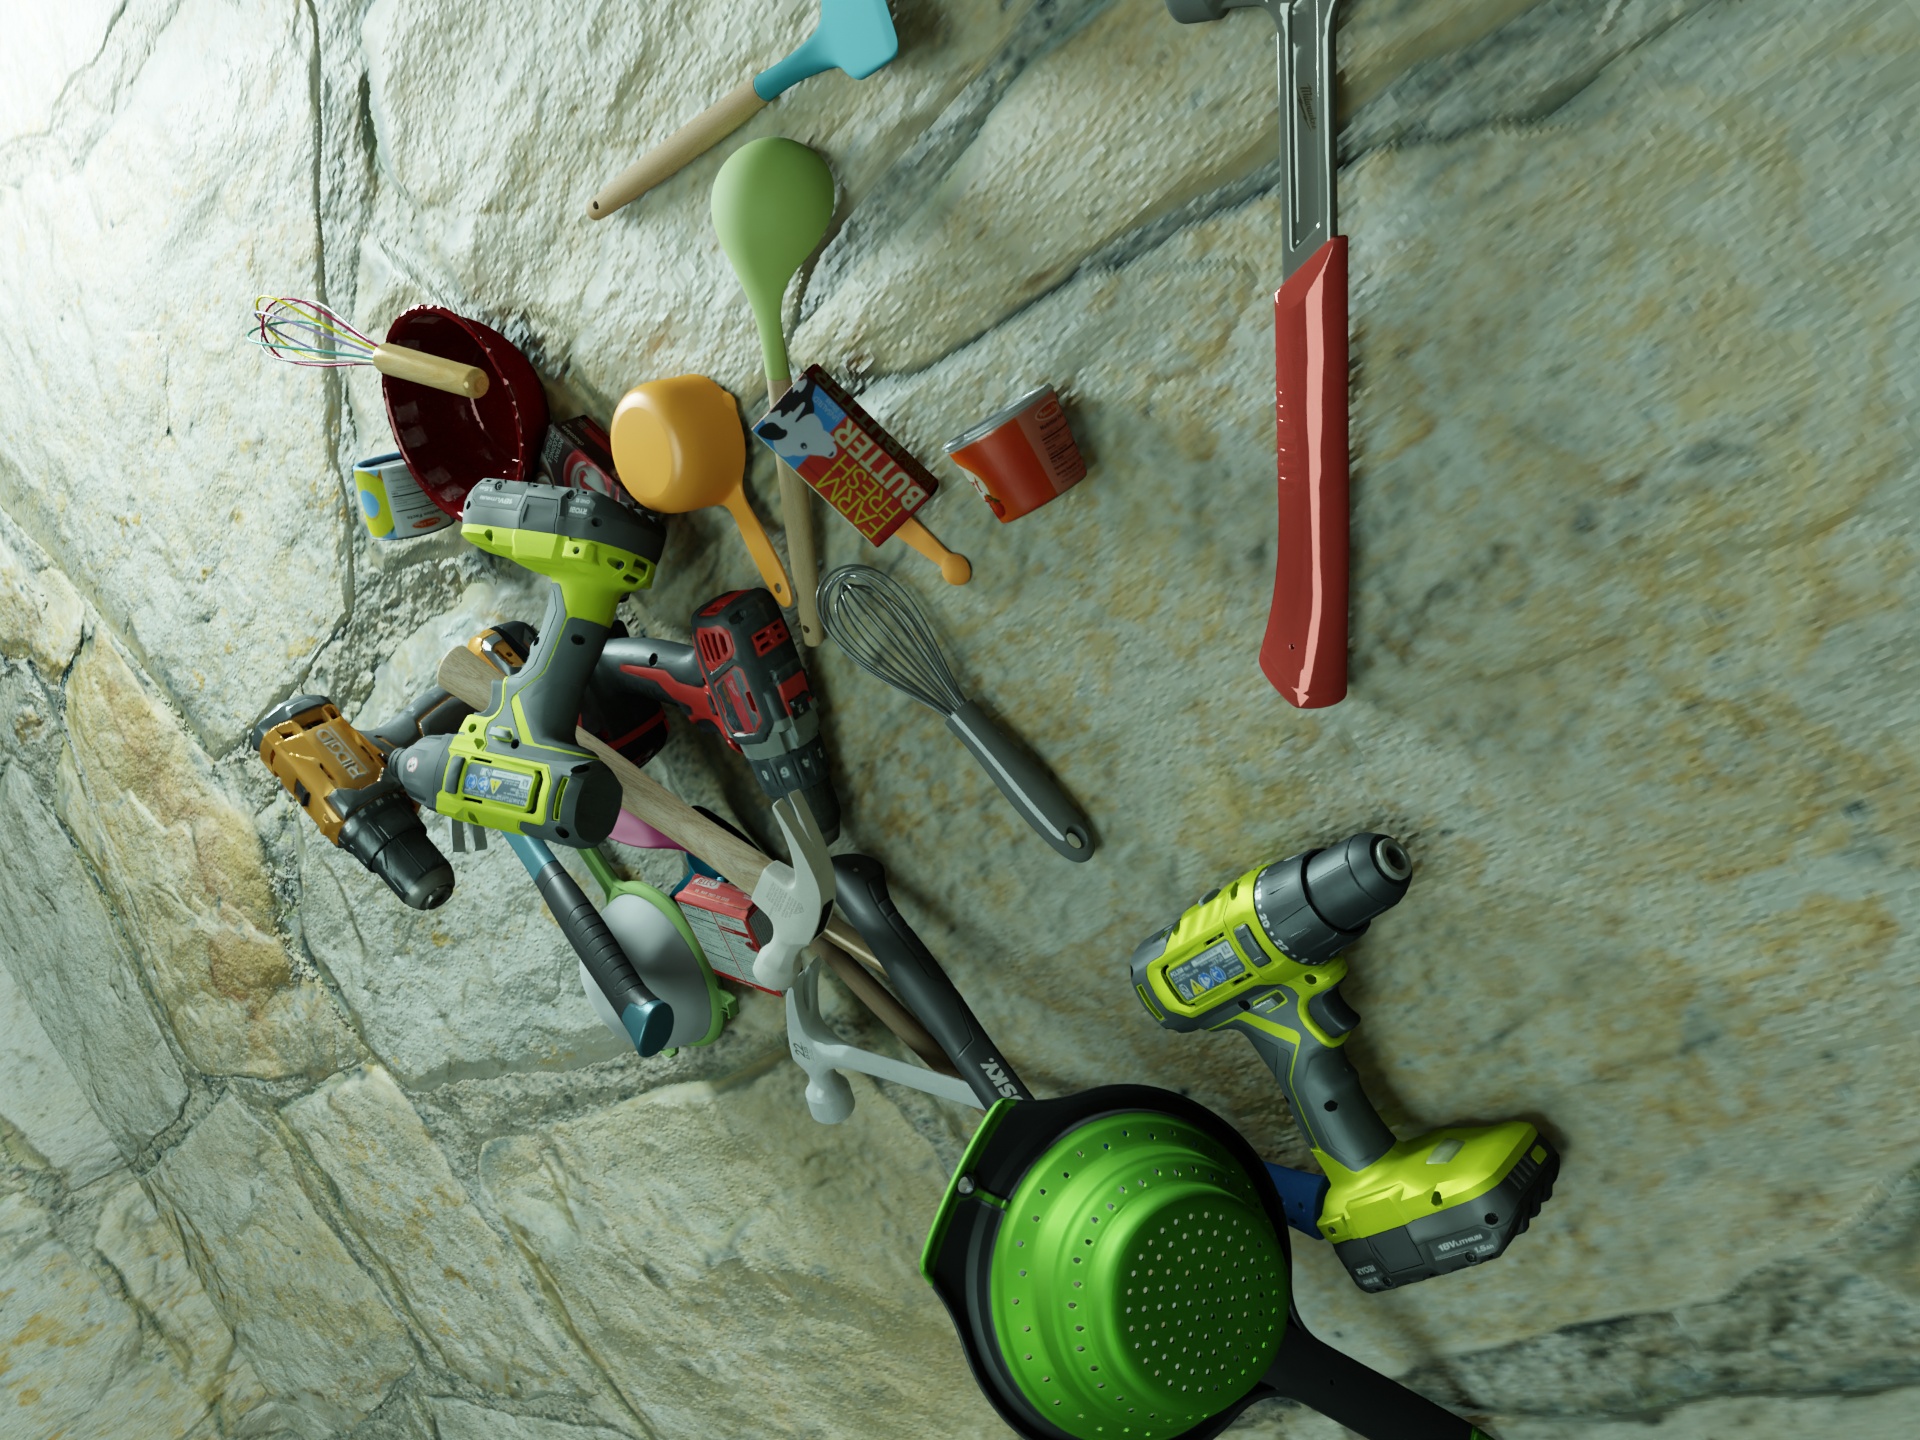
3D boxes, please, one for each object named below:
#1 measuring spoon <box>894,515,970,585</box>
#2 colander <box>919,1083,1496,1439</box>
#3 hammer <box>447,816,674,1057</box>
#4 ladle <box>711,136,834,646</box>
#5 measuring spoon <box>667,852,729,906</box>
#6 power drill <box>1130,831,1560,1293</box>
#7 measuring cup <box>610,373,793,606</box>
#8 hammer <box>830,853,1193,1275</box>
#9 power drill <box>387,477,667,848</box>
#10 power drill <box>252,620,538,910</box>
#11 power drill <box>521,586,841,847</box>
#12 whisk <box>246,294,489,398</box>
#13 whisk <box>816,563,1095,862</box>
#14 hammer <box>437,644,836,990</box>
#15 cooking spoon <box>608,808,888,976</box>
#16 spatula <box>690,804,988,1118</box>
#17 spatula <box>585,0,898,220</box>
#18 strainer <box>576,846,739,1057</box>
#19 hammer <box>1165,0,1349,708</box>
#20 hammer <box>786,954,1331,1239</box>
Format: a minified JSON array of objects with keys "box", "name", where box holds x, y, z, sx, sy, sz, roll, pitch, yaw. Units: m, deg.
[{"box":[-0.039,-0.120,0.973,0.117,0.011,0.021,41,132,18],"name":"measuring spoon"},{"box":[0.173,0.343,0.867,0.397,0.204,0.094,32,161,-14],"name":"colander"},{"box":[-0.321,0.131,1.264,0.331,0.033,0.128,48,119,29],"name":"hammer"},{"box":[-0.101,-0.191,0.978,0.078,0.062,0.319,16,128,29],"name":"ladle"},{"box":[-0.205,0.126,1.246,0.042,0.021,0.128,48,144,4],"name":"measuring spoon"},{"box":[0.215,0.179,0.863,0.228,0.080,0.190,56,136,7],"name":"power drill"},{"box":[-0.167,-0.143,1.030,0.095,0.052,0.174,-40,76,44],"name":"measuring cup"},{"box":[-0.004,0.201,1.003,0.335,0.146,0.035,49,145,38],"name":"hammer"},{"box":[-0.288,-0.039,1.050,0.171,0.080,0.223,10,83,24],"name":"power drill"},{"box":[-0.380,0.032,1.195,0.185,0.226,0.084,45,134,13],"name":"power drill"},{"box":[-0.188,0.006,1.125,0.227,0.080,0.187,-3,115,38],"name":"power drill"},{"box":[-0.428,-0.265,1.135,0.245,0.051,0.047,20,117,29],"name":"whisk"},{"box":[-0.002,-0.003,0.979,0.239,0.055,0.055,48,134,6],"name":"whisk"},{"box":[-0.225,0.045,1.091,0.331,0.031,0.130,33,119,12],"name":"hammer"},{"box":[-0.155,0.106,1.116,0.319,0.017,0.068,31,121,8],"name":"cooking spoon"},{"box":[-0.087,0.172,1.146,0.316,0.060,0.018,44,112,9],"name":"spatula"},{"box":[-0.137,-0.354,0.915,0.317,0.044,0.082,-14,99,45],"name":"spatula"},{"box":[-0.291,0.167,1.292,0.256,0.069,0.151,56,141,4],"name":"strainer"},{"box":[0.173,-0.175,0.744,0.149,0.037,0.358,12,118,37],"name":"hammer"},{"box":[0.048,0.257,1.051,0.406,0.035,0.144,9,127,32],"name":"hammer"}]
